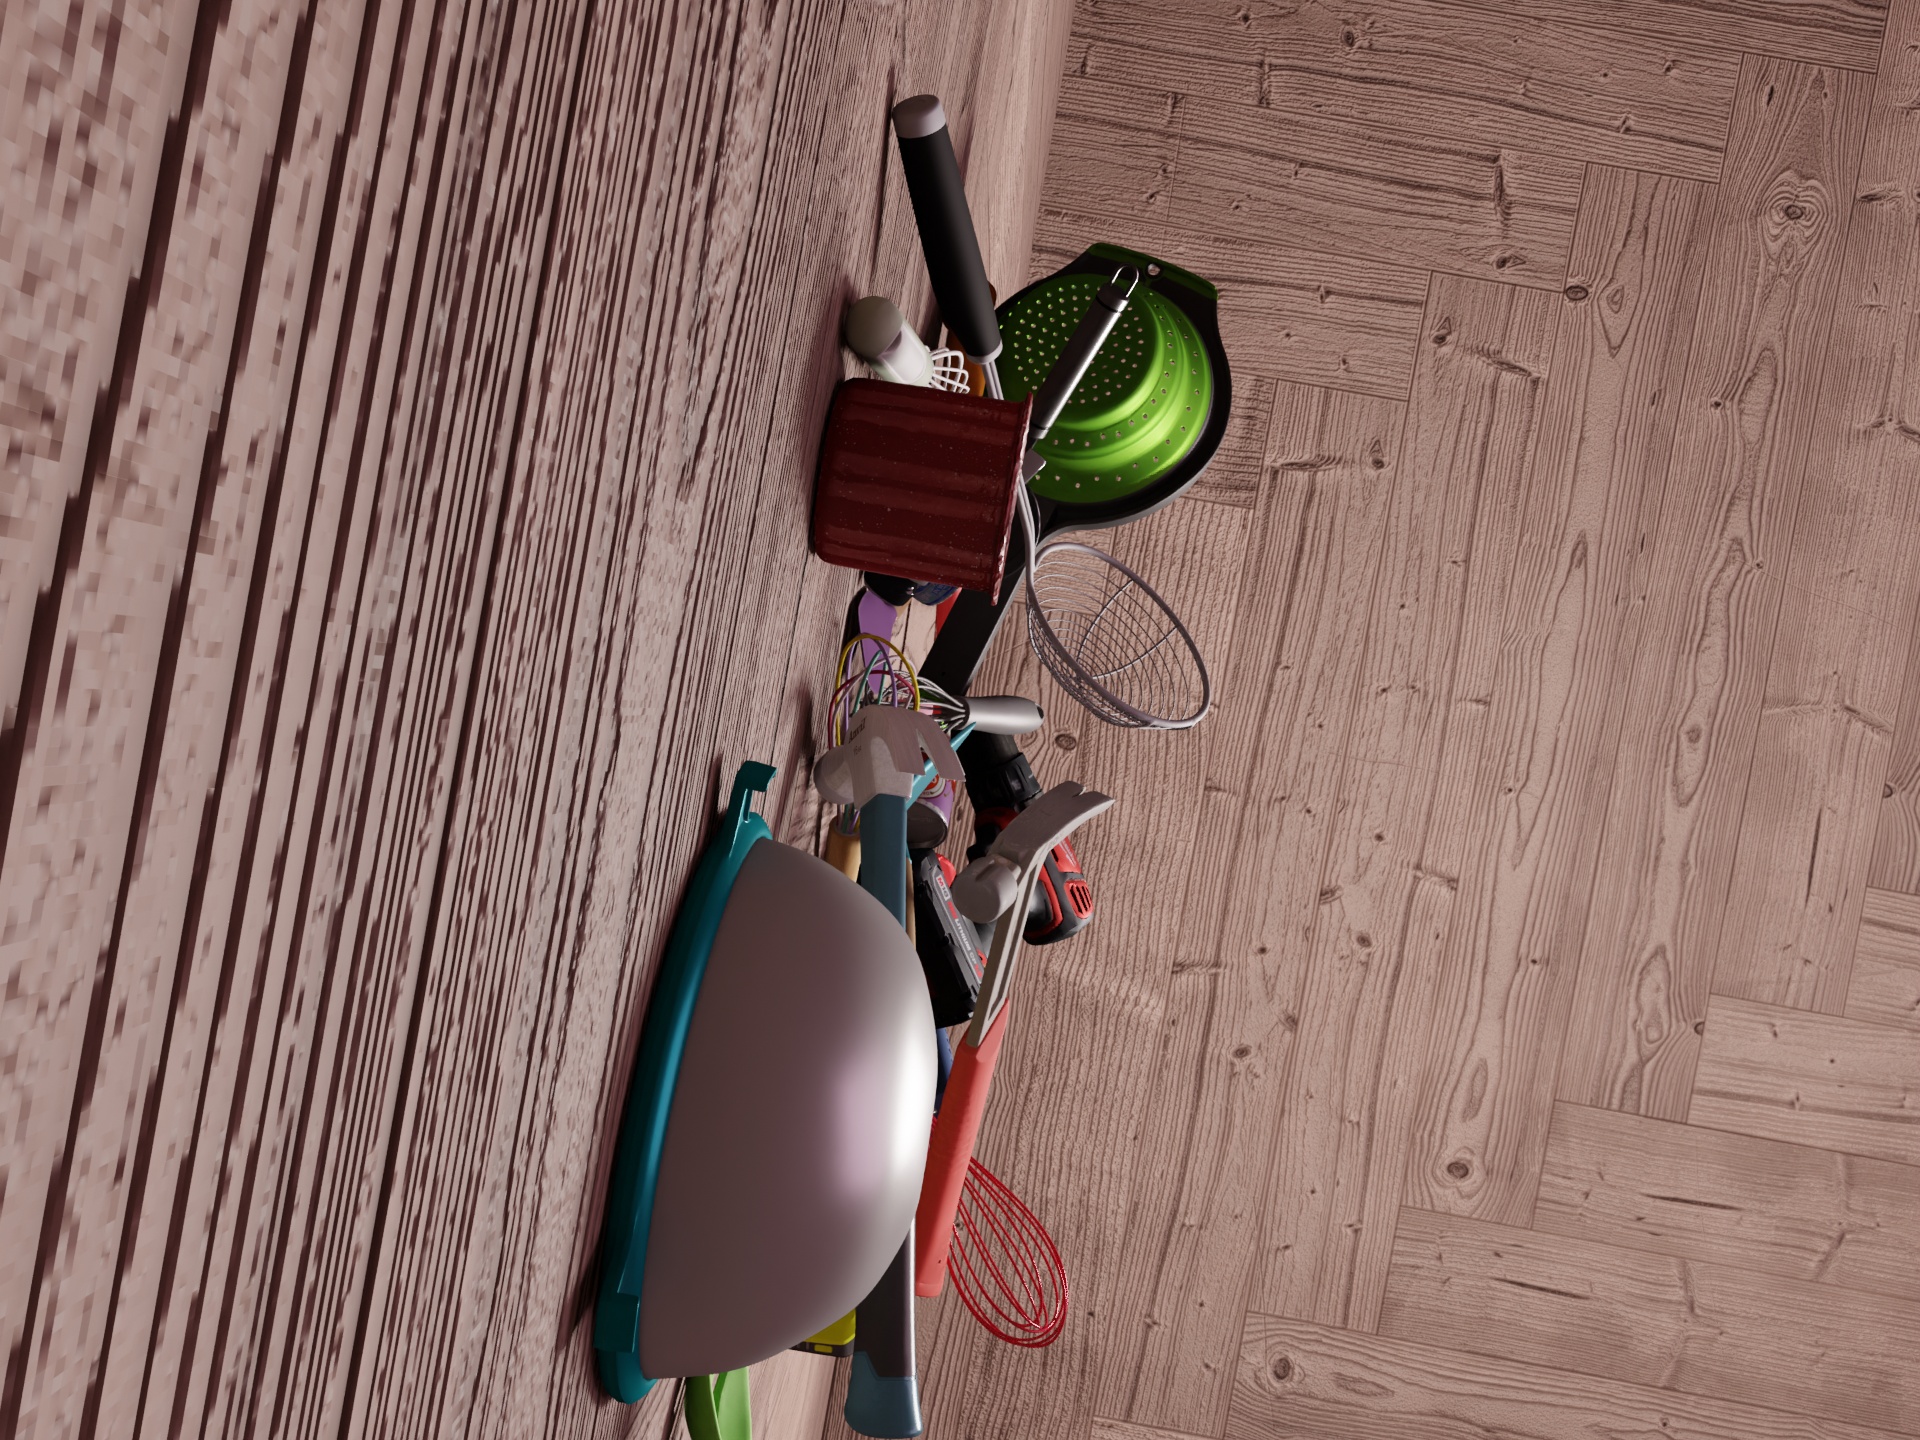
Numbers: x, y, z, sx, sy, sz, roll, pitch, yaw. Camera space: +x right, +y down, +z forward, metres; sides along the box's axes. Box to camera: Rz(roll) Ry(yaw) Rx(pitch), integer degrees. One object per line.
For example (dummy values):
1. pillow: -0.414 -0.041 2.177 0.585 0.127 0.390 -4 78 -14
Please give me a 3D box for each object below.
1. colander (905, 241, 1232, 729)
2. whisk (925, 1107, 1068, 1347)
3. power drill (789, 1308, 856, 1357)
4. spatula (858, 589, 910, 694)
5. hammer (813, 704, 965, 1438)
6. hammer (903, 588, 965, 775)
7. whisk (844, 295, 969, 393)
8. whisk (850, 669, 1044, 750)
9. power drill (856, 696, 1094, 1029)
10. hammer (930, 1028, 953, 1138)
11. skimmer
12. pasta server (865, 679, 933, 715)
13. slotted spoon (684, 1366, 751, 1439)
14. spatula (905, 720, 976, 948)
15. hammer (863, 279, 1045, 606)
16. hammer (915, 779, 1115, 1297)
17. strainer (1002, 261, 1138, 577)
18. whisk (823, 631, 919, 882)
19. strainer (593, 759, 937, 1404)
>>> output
1. colander: 0.051 -0.172 1.107 0.397 0.204 0.094 -63 165 -7
2. whisk: -0.016 0.292 1.094 0.296 0.073 0.073 57 -14 18
3. power drill: -0.086 0.291 0.975 0.223 0.080 0.171 93 6 -47
4. spatula: -0.045 -0.070 1.030 0.316 0.018 0.059 -77 160 -77
5. hammer: -0.035 0.147 0.727 0.128 0.033 0.331 138 -44 -57
6. hammer: -0.008 -0.151 1.353 0.143 0.038 0.386 -117 -151 -61
7. whisk: -0.024 -0.167 0.763 0.058 0.059 0.246 -52 177 6
8. whisk: -0.001 -0.003 1.060 0.239 0.055 0.055 1 100 -61
9. power drill: 0.003 0.094 1.099 0.227 0.080 0.188 -31 100 -57
10. hammer: -0.038 0.194 1.313 0.406 0.035 0.144 -109 -156 -65
11. skimmer: 0.054 -0.140 0.793 0.127 0.090 0.362 -87 164 -47
12. pasta server: -0.053 -0.003 1.213 0.316 0.040 0.060 6 94 -85
13. slotted spoon: -0.102 0.239 0.841 0.314 0.031 0.070 -82 163 -46
14. spatula: -0.025 0.101 0.893 0.082 0.044 0.318 -50 -159 25
15. hammer: 0.003 -0.208 1.007 0.127 0.034 0.337 -43 -156 31
16. hammer: 0.011 0.211 0.976 0.149 0.037 0.358 -33 141 -54
17. strainer: 0.046 -0.183 1.020 0.258 0.087 0.050 -56 174 35
18. whisk: -0.059 0.048 0.907 0.051 0.047 0.244 -80 -177 -47
19. strainer: -0.060 0.174 0.638 0.340 0.095 0.211 95 5 -62
